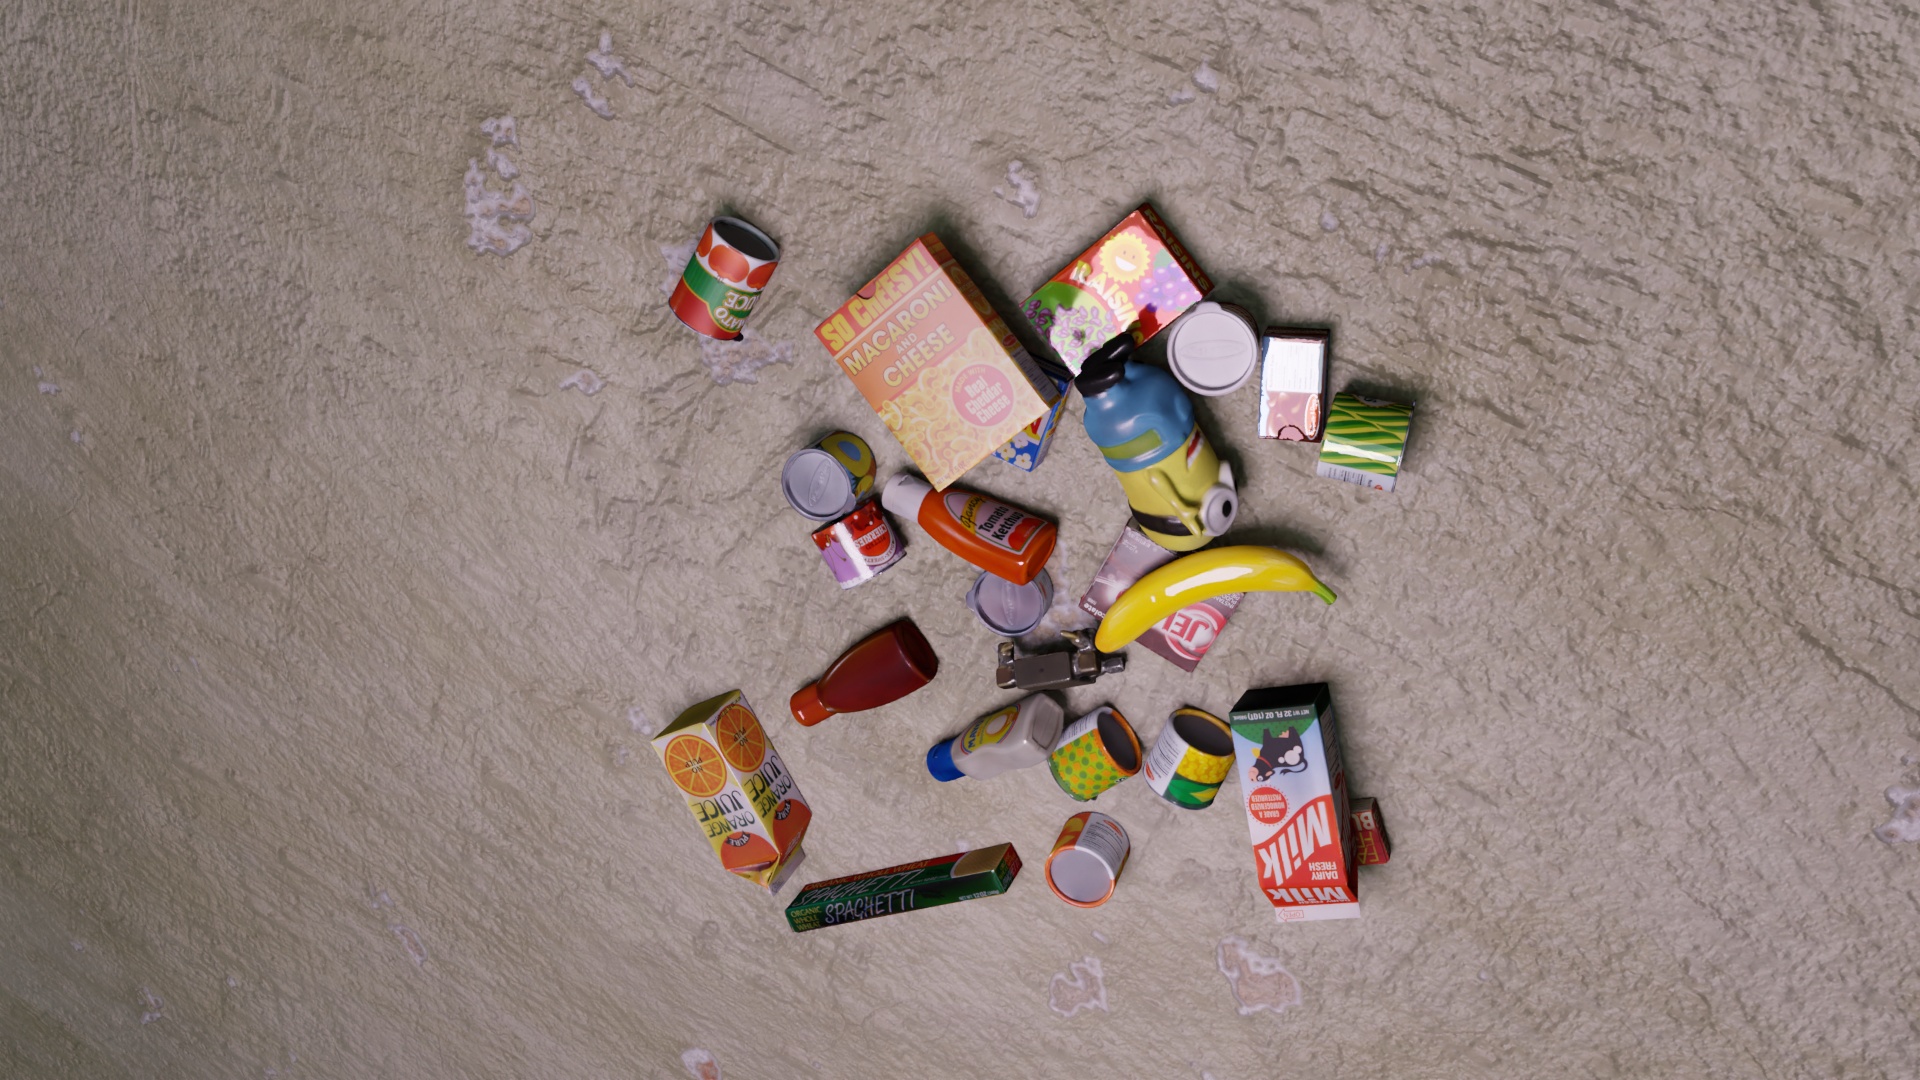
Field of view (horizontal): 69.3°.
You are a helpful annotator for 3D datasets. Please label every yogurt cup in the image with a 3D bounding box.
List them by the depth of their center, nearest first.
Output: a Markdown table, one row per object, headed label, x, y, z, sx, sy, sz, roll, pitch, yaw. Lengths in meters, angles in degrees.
| label | x | y | z | sx | sy | sz | roll | pitch | yaw |
| --- | --- | --- | --- | --- | --- | --- | --- | --- | --- |
| yogurt cup | 0.195 | -0.149 | 1.054 | 0.072 | 0.054 | 0.072 | 8 | 114 | 18 |

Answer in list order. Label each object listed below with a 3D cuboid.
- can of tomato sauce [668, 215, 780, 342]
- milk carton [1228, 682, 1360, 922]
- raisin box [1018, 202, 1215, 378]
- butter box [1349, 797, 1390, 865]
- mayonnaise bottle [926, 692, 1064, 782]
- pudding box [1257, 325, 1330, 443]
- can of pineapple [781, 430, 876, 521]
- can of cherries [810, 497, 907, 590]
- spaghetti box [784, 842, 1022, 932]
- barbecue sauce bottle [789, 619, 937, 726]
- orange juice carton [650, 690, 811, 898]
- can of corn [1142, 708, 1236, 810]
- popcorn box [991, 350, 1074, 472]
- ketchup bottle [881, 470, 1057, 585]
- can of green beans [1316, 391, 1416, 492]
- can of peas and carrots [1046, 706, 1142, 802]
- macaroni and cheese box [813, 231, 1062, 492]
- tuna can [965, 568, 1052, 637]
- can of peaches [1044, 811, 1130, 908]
| label | x | y | z | sx | sy | sz | roll | pitch | yaw |
| --- | --- | --- | --- | --- | --- | --- | --- | --- | --- |
| can of tomato sauce | -0.197 | -0.220 | 1.171 | 0.071 | 0.071 | 0.082 | 37 | 119 | 4 |
| milk carton | 0.277 | 0.220 | 1.138 | 0.072 | 0.073 | 0.190 | -10 | 94 | 24 |
| raisin box | 0.120 | -0.189 | 1.076 | 0.123 | 0.040 | 0.086 | -36 | 94 | 30 |
| butter box | 0.310 | 0.253 | 1.188 | 0.103 | 0.024 | 0.053 | -13 | 105 | 25 |
| mayonnaise bottle | 0.028 | 0.183 | 1.241 | 0.041 | 0.065 | 0.147 | 41 | 138 | -20 |
| pudding box | 0.253 | -0.119 | 1.057 | 0.049 | 0.030 | 0.083 | 5 | 112 | 18 |
| can of pineapple | -0.113 | -0.055 | 1.210 | 0.071 | 0.058 | 0.070 | 8 | 114 | 18 |
| can of cherries | -0.088 | 0.002 | 1.217 | 0.071 | 0.072 | 0.058 | -25 | 99 | 28 |
| spaghetti box | -0.060 | 0.340 | 1.354 | 0.249 | 0.050 | 0.028 | -18 | 102 | 27 |
| barbecue sauce bottle | -0.094 | 0.130 | 1.286 | 0.148 | 0.044 | 0.065 | -30 | 98 | 29 |
| orange juice carton | -0.214 | 0.252 | 1.366 | 0.073 | 0.072 | 0.192 | -23 | 101 | 28 |
| can of corn | 0.199 | 0.186 | 1.182 | 0.071 | 0.071 | 0.058 | 26 | 118 | 10 |
| popcorn box | 0.021 | -0.122 | 1.142 | 0.127 | 0.038 | 0.084 | 25 | 118 | 10 |
| ketchup bottle | 0.004 | -0.015 | 1.181 | 0.149 | 0.065 | 0.043 | 24 | 135 | 20 |
| can of green beans | 0.302 | -0.074 | 1.036 | 0.058 | 0.071 | 0.071 | 14 | 115 | 16 |
| can of peas and carrots | 0.118 | 0.188 | 1.213 | 0.058 | 0.071 | 0.071 | -36 | 95 | 28 |
| macaroni and cheese box | -0.019 | -0.140 | 1.103 | 0.123 | 0.040 | 0.166 | -36 | 95 | 27 |
| tuna can | 0.043 | 0.048 | 1.205 | 0.071 | 0.033 | 0.070 | 8 | 113 | 18 |
| can of peaches | 0.114 | 0.292 | 1.261 | 0.071 | 0.058 | 0.071 | 7 | 113 | 18 |
